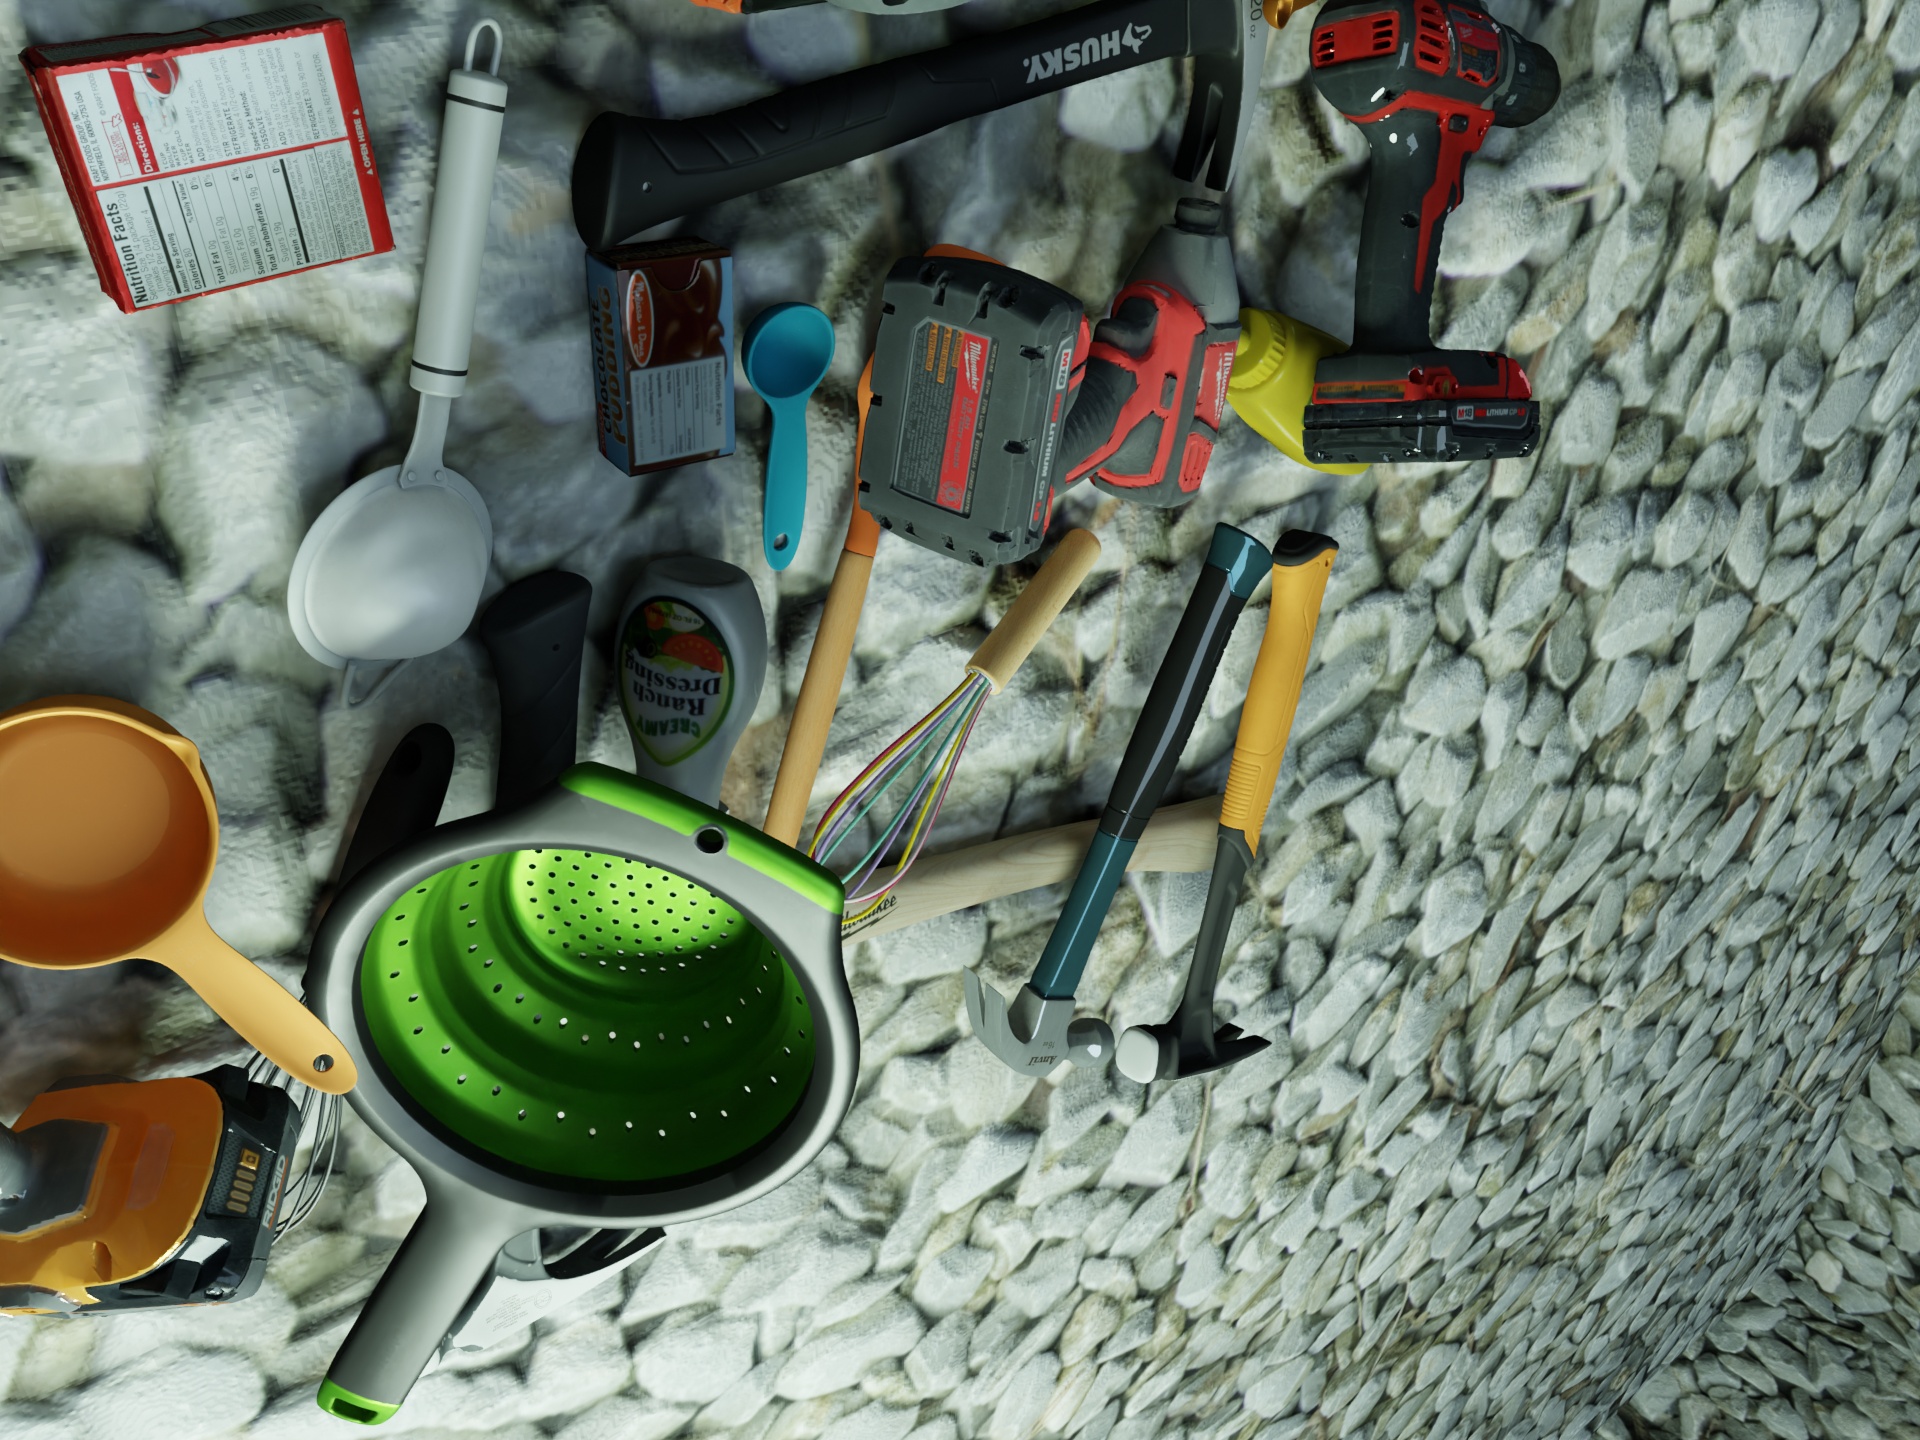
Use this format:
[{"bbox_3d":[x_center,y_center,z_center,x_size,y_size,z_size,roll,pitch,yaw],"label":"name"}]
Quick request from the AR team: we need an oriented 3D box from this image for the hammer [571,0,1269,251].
[{"bbox_3d":[-0.002,-0.250,0.640,0.335,0.035,0.146,-28,132,-26],"label":"hammer"}]

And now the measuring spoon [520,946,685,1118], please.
[{"bbox_3d":[-0.165,0.150,0.730,0.124,0.018,0.034,-54,133,-10],"label":"measuring spoon"}]

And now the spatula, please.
[{"bbox_3d":[-0.046,-0.049,0.710,0.081,0.041,0.322,4,104,-56],"label":"spatula"}]

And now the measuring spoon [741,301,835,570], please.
[{"bbox_3d":[-0.079,-0.121,0.677,0.042,0.021,0.128,-22,139,-31],"label":"measuring spoon"}]

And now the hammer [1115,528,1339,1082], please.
[{"bbox_3d":[0.176,0.053,0.958,0.127,0.034,0.337,2,104,-47],"label":"hammer"}]

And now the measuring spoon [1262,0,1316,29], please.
[{"bbox_3d":[0.159,-0.337,0.718,0.117,0.011,0.021,-50,150,-42],"label":"measuring spoon"}]

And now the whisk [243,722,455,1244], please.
[{"bbox_3d":[-0.255,0.110,0.646,0.055,0.055,0.239,16,102,-46],"label":"whisk"}]

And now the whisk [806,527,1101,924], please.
[{"bbox_3d":[0.000,-0.001,0.774,0.047,0.051,0.245,40,67,-7],"label":"whisk"}]

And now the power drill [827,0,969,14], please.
[{"bbox_3d":[0.039,-0.354,0.525,0.228,0.080,0.190,-27,134,-31],"label":"power drill"}]

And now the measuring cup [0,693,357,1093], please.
[{"bbox_3d":[-0.275,0.065,0.554,0.095,0.052,0.173,-43,116,-13],"label":"measuring cup"}]

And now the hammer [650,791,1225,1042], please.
[{"bbox_3d":[0.017,0.076,0.876,0.410,0.038,0.146,-9,121,-39],"label":"hammer"}]

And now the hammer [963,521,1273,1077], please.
[{"bbox_3d":[0.094,0.050,0.881,0.128,0.033,0.331,9,107,-46],"label":"hammer"}]

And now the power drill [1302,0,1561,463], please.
[{"bbox_3d":[0.247,-0.247,0.806,0.188,0.080,0.226,-12,104,-44],"label":"power drill"}]

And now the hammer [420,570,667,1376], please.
[{"bbox_3d":[-0.192,0.125,0.720,0.149,0.036,0.408,-12,124,-38],"label":"hammer"}]

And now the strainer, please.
[{"bbox_3d":[-0.186,-0.113,0.564,0.087,0.050,0.258,-14,124,-55],"label":"strainer"}]

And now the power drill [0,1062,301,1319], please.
[{"bbox_3d":[-0.322,0.128,0.511,0.185,0.084,0.226,-14,145,23],"label":"power drill"}]

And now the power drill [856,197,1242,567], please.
[{"bbox_3d":[0.055,-0.153,0.697,0.219,0.079,0.143,-27,134,-51],"label":"power drill"}]

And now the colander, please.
[{"bbox_3d":[-0.179,0.154,0.661,0.204,0.095,0.397,27,119,-14],"label":"colander"}]
